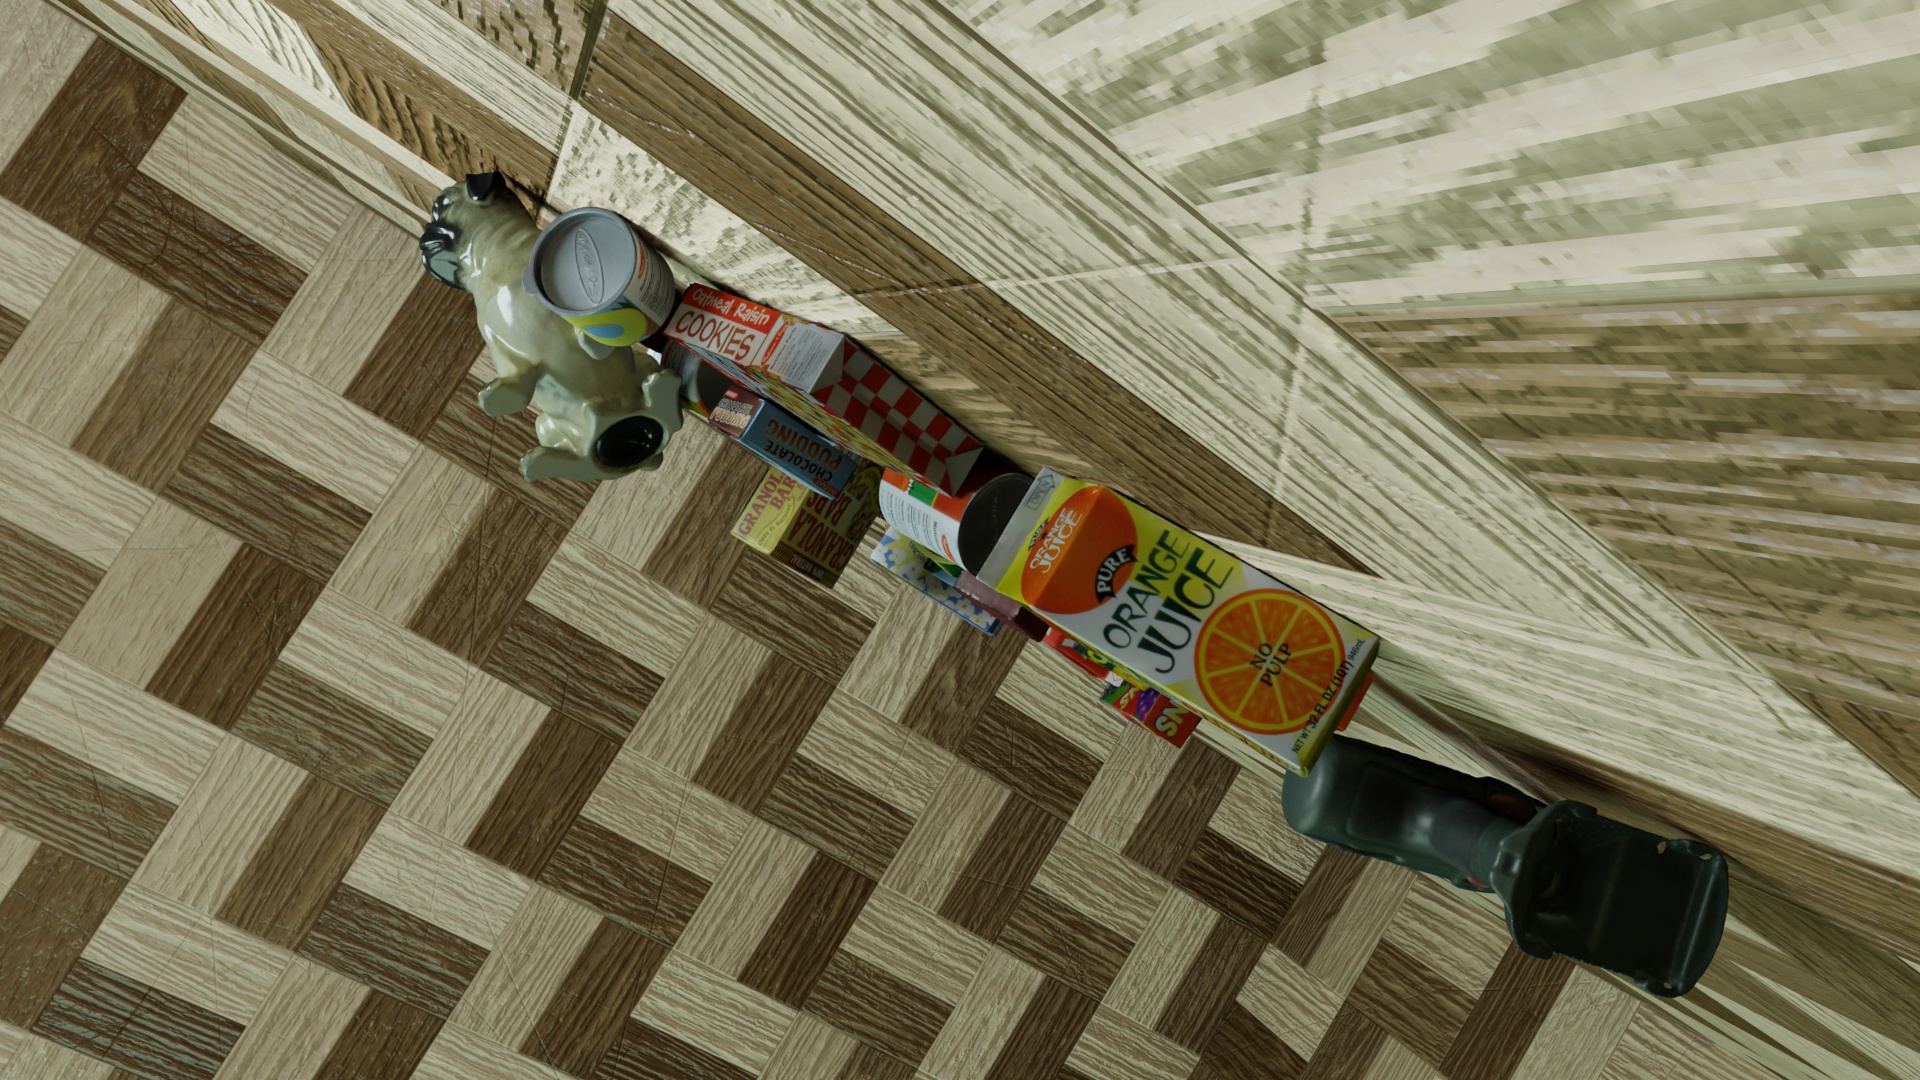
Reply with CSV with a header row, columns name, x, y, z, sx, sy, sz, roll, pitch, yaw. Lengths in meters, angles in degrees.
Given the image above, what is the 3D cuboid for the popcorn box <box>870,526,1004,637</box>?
name,x,y,z,sx,sy,sz,roll,pitch,yaw
popcorn box,-0.002,0.014,1.186,0.127,0.085,0.038,31,175,17

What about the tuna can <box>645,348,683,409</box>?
name,x,y,z,sx,sy,sz,roll,pitch,yaw
tuna can,-0.220,-0.139,1.104,0.033,0.071,0.071,31,176,14

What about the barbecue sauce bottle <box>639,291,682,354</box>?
name,x,y,z,sx,sy,sz,roll,pitch,yaw
barbecue sauce bottle,-0.258,-0.183,1.011,0.149,0.044,0.064,30,170,36

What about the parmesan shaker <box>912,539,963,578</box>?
name,x,y,z,sx,sy,sz,roll,pitch,yaw
parmesan shaker,0.003,-0.012,0.971,0.071,0.071,0.103,31,177,11

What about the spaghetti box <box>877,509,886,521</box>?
name,x,y,z,sx,sy,sz,roll,pitch,yaw
spaghetti box,-0.064,-0.045,1.192,0.028,0.050,0.250,33,176,-24

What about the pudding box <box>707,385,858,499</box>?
name,x,y,z,sx,sy,sz,roll,pitch,yaw
pudding box,-0.111,-0.061,0.870,0.083,0.030,0.050,34,177,-37

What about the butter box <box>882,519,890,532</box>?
name,x,y,z,sx,sy,sz,roll,pitch,yaw
butter box,-0.052,-0.013,1.283,0.053,0.024,0.103,26,135,64

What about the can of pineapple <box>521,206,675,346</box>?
name,x,y,z,sx,sy,sz,roll,pitch,yaw
can of pineapple,-0.210,-0.153,0.812,0.071,0.071,0.058,31,176,16

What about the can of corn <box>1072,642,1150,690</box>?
name,x,y,z,sx,sy,sz,roll,pitch,yaw
can of corn,0.117,0.061,0.946,0.058,0.071,0.071,31,176,5

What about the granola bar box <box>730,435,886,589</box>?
name,x,y,z,sx,sy,sz,roll,pitch,yaw
granola bar box,-0.102,-0.035,1.052,0.039,0.124,0.165,30,176,14

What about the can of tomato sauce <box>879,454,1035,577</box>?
name,x,y,z,sx,sy,sz,roll,pitch,yaw
can of tomato sauce,0.002,-0.022,0.835,0.083,0.071,0.071,29,175,47

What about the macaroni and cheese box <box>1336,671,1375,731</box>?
name,x,y,z,sx,sy,sz,roll,pitch,yaw
macaroni and cheese box,0.157,0.060,0.822,0.124,0.040,0.166,31,177,-2

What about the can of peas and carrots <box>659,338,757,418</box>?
name,x,y,z,sx,sy,sz,roll,pitch,yaw
can of peas and carrots,-0.165,-0.116,0.964,0.071,0.071,0.059,35,175,-36

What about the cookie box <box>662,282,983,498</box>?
name,x,y,z,sx,sy,sz,roll,pitch,yaw
cookie box,-0.082,-0.091,0.810,0.123,0.040,0.167,35,175,-42

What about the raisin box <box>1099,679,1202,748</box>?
name,x,y,z,sx,sy,sz,roll,pitch,yaw
raisin box,0.158,0.105,1.059,0.040,0.086,0.123,34,176,-8

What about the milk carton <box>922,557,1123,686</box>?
name,x,y,z,sx,sy,sz,roll,pitch,yaw
milk carton,0.069,0.041,1.051,0.191,0.072,0.073,29,174,41

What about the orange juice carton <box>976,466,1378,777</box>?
name,x,y,z,sx,sy,sz,roll,pitch,yaw
orange juice carton,0.104,0.036,0.692,0.193,0.072,0.073,31,176,19
